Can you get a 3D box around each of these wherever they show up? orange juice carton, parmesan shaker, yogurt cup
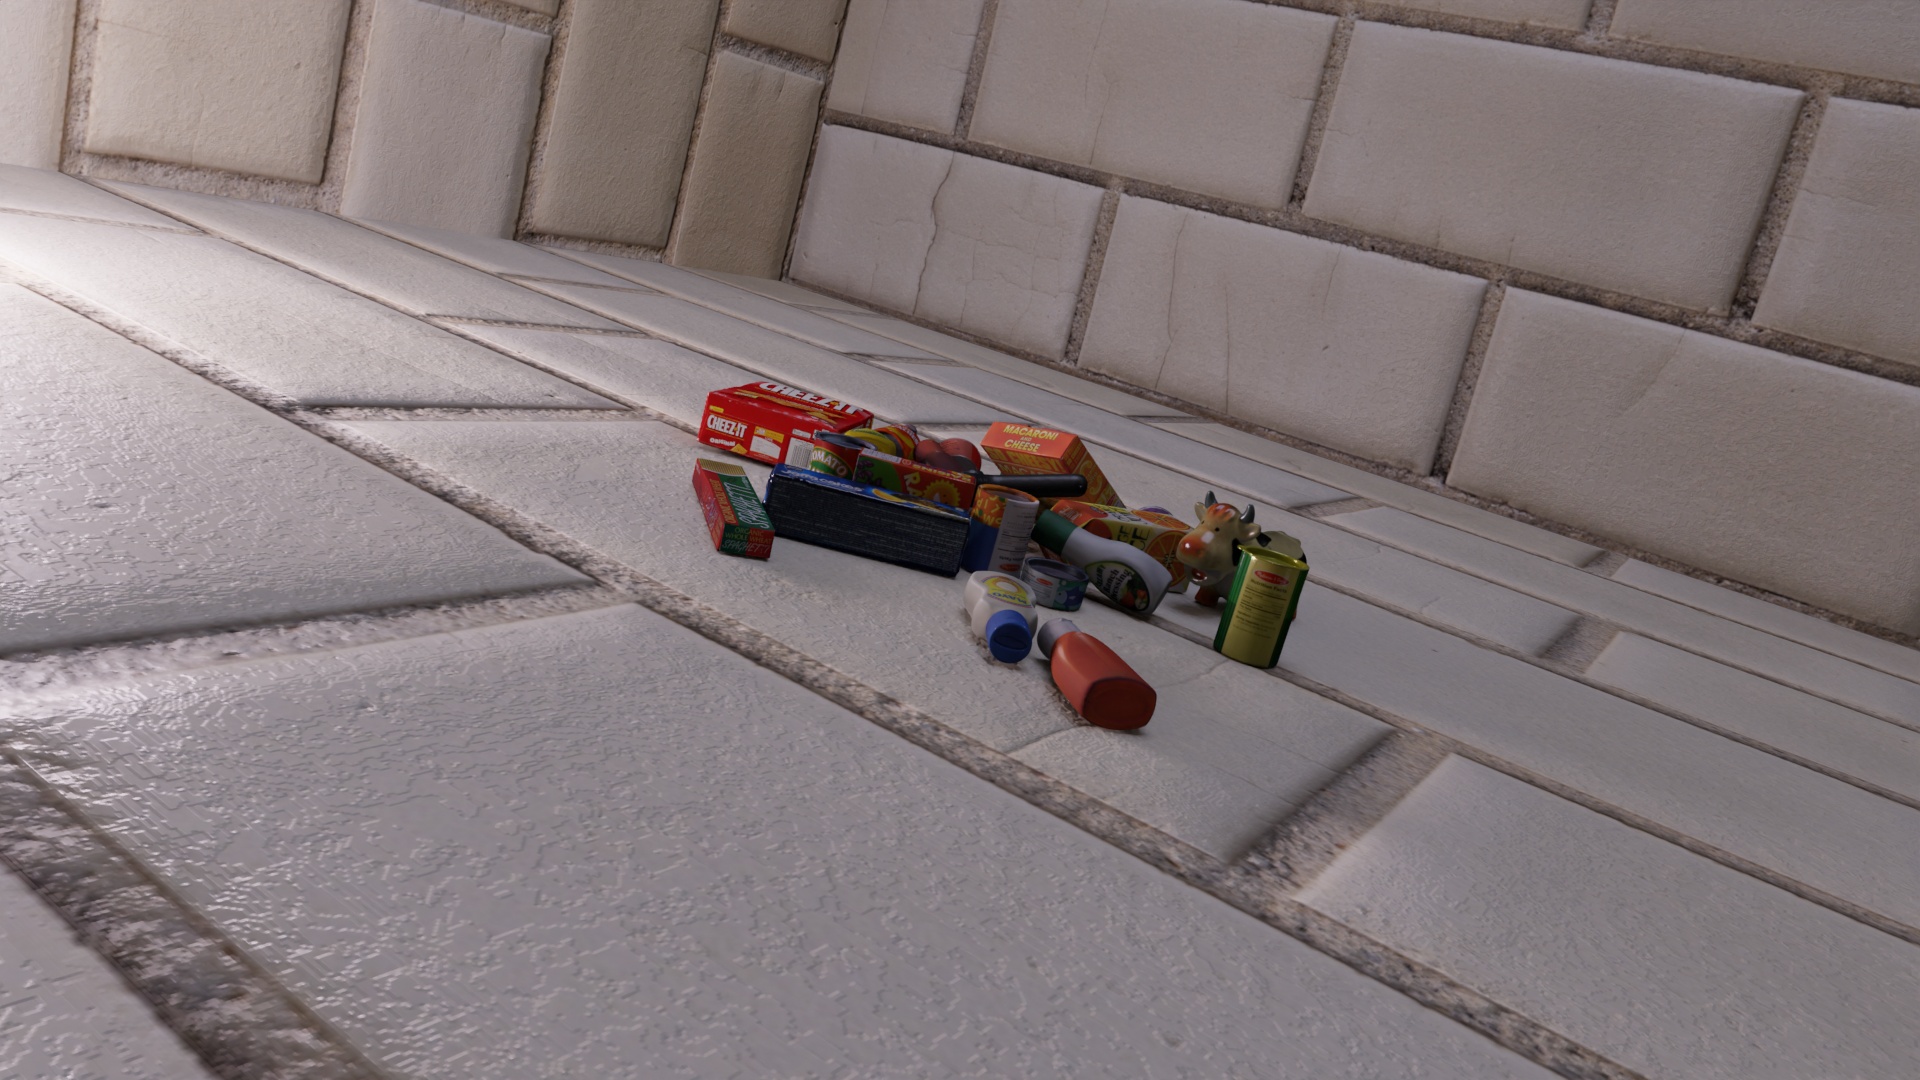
[{"bbox_3d":[0.164,0.004,1.524,0.193,0.072,0.072,7,15,-28],"label":"orange juice carton"},{"bbox_3d":[0.289,0.063,1.350,0.071,0.102,0.071,15,13,-3],"label":"parmesan shaker"},{"bbox_3d":[-0.006,-0.090,1.752,0.072,0.072,0.054,13,21,-8],"label":"yogurt cup"}]

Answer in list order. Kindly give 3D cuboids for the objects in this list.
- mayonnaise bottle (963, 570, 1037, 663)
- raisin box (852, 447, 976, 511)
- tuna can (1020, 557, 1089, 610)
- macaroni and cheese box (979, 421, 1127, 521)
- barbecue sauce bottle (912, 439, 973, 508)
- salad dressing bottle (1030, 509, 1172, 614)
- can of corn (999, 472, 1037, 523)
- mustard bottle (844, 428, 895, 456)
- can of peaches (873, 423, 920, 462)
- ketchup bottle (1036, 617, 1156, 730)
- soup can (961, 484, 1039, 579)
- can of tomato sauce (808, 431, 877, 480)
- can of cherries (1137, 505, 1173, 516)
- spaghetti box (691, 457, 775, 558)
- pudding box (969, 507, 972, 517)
[{"bbox_3d":[0.038,0.066,1.196,0.065,0.041,0.148,15,12,-6],"label":"mayonnaise bottle"},{"bbox_3d":[-0.053,-0.037,1.422,0.123,0.086,0.040,15,12,-2],"label":"raisin box"},{"bbox_3d":[0.093,0.043,1.371,0.071,0.032,0.071,14,13,-3],"label":"tuna can"},{"bbox_3d":[0.113,-0.065,1.591,0.124,0.040,0.166,14,-27,42],"label":"macaroni and cheese box"},{"bbox_3d":[-0.019,-0.075,1.655,0.065,0.043,0.149,19,20,-29],"label":"barbecue sauce bottle"},{"bbox_3d":[0.142,0.020,1.417,0.148,0.064,0.044,31,46,14],"label":"salad dressing bottle"},{"bbox_3d":[0.078,-0.059,1.720,0.071,0.058,0.071,14,13,-3],"label":"can of corn"},{"bbox_3d":[-0.111,-0.106,1.627,0.065,0.048,0.160,14,7,-7],"label":"mustard bottle"},{"bbox_3d":[-0.087,-0.112,1.731,0.071,0.071,0.058,19,14,15],"label":"can of peaches"},{"bbox_3d":[0.101,0.102,1.110,0.065,0.043,0.149,12,13,-19],"label":"ketchup bottle"},{"bbox_3d":[0.037,-0.010,1.415,0.071,0.083,0.071,14,12,-3],"label":"soup can"},{"bbox_3d":[-0.130,-0.066,1.464,0.071,0.083,0.071,14,13,-3],"label":"can of tomato sauce"},{"bbox_3d":[0.227,-0.001,1.640,0.071,0.071,0.058,14,14,-4],"label":"can of cherries"},{"bbox_3d":[-0.223,-0.034,1.350,0.050,0.028,0.250,10,14,-19],"label":"spaghetti box"},{"bbox_3d":[0.005,-0.019,1.538,0.084,0.030,0.050,14,14,-3],"label":"pudding box"}]
